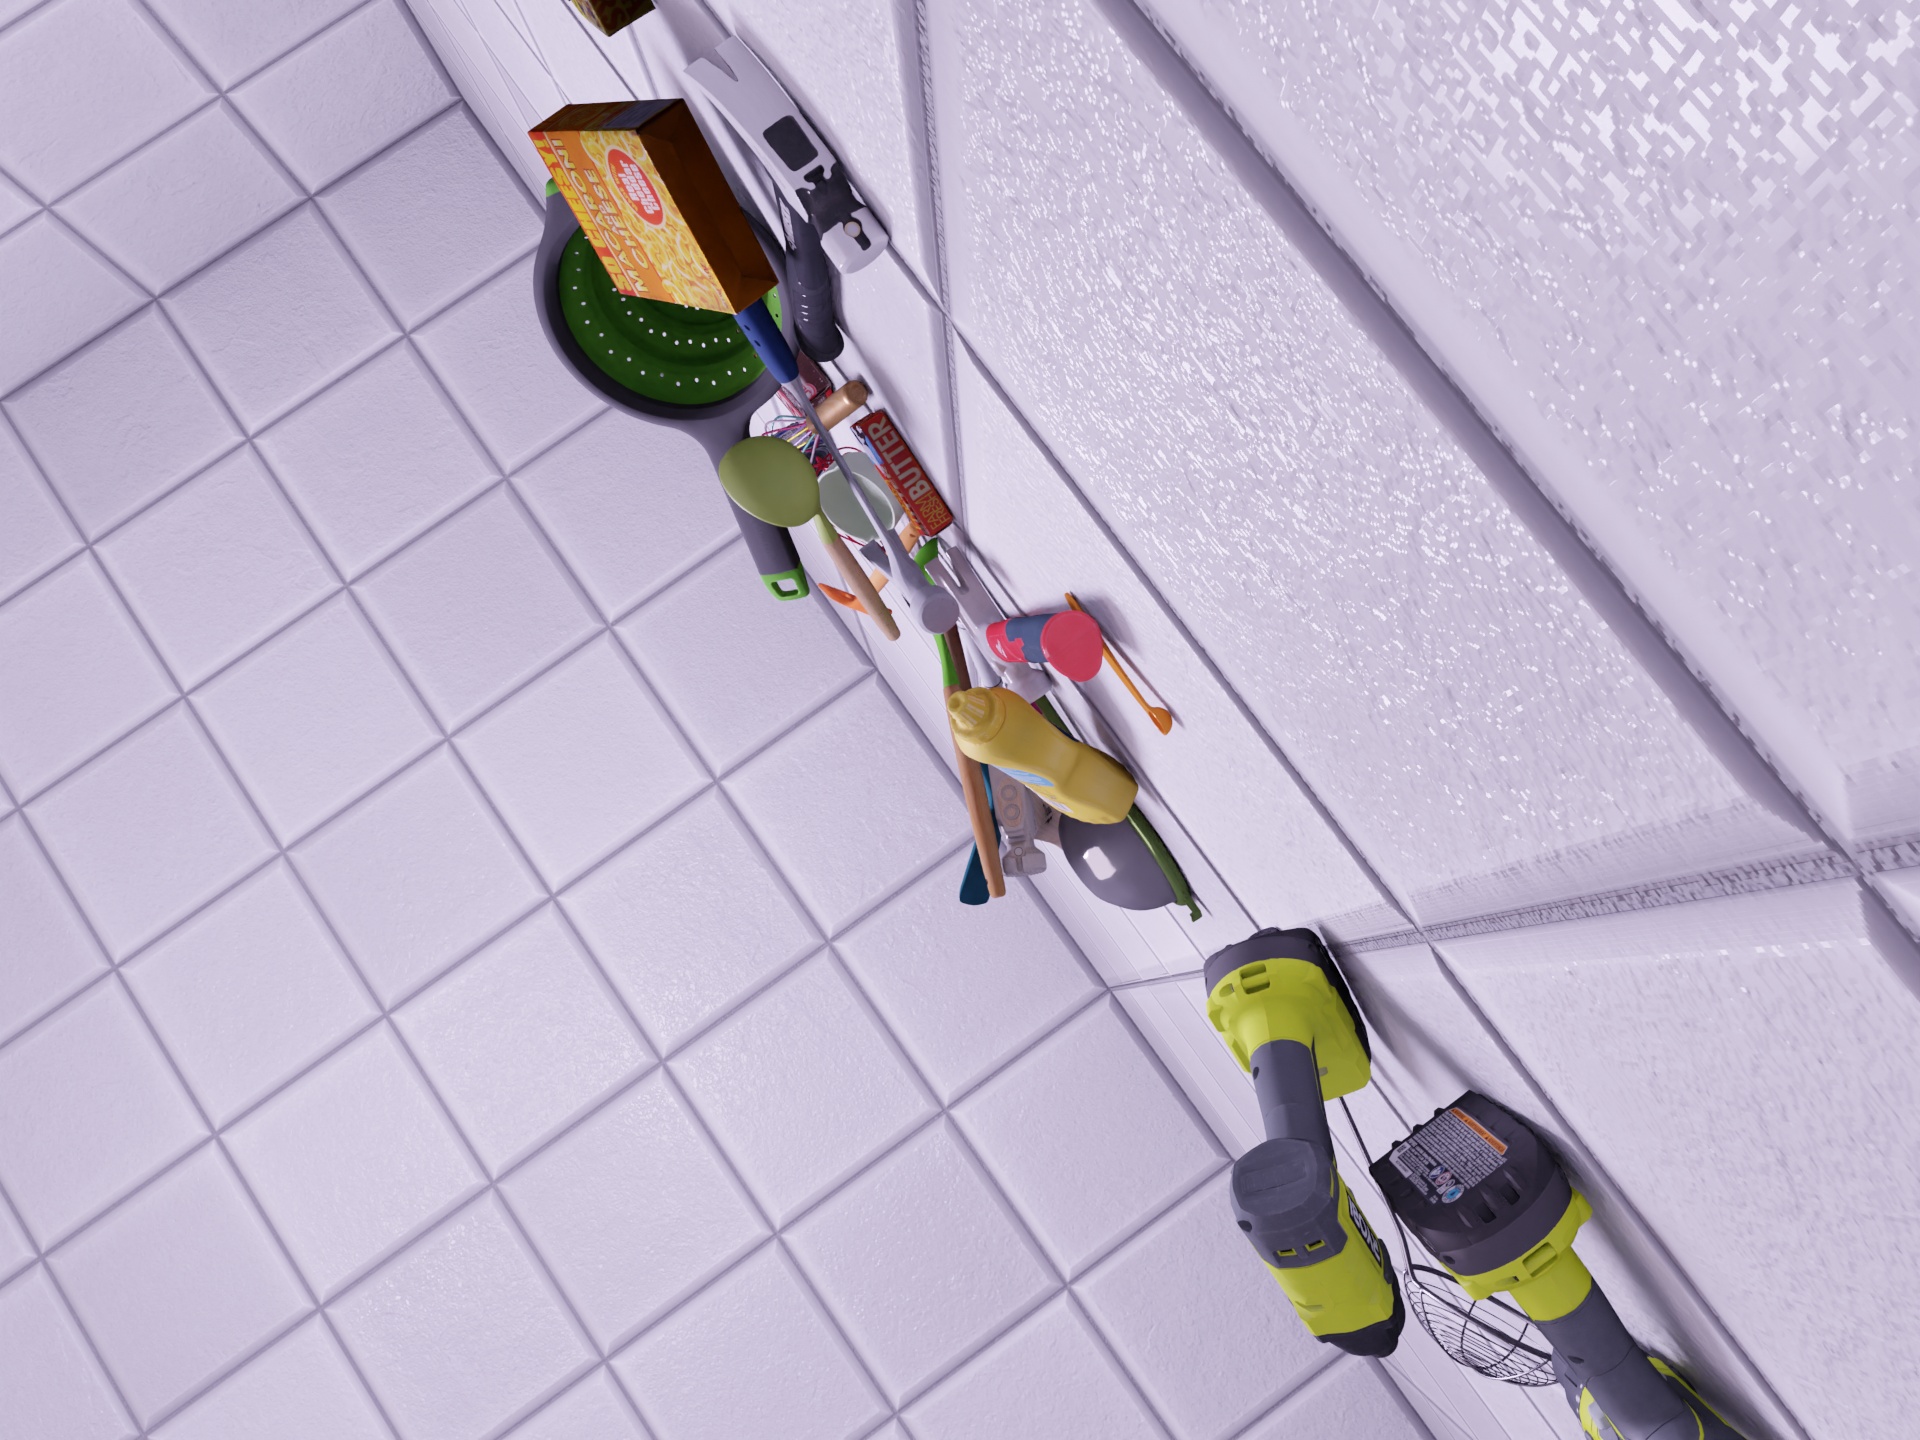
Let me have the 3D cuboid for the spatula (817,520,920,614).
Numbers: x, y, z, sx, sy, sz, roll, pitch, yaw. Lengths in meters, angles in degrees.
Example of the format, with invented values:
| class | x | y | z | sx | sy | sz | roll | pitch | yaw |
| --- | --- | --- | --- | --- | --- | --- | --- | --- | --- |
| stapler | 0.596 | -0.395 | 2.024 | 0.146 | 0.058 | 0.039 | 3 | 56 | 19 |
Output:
| class | x | y | z | sx | sy | sz | roll | pitch | yaw |
| --- | --- | --- | --- | --- | --- | --- | --- | --- | --- |
| spatula | -0.072 | -0.138 | 1.456 | 0.081 | 0.041 | 0.322 | 20 | 164 | -10 |

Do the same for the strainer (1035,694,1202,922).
| class | x | y | z | sx | sy | sz | roll | pitch | yaw |
| --- | --- | --- | --- | --- | --- | --- | --- | --- | --- |
| strainer | 0.103 | 0.076 | 1.376 | 0.256 | 0.069 | 0.152 | 55 | 176 | -19 |

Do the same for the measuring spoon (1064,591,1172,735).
| class | x | y | z | sx | sy | sz | roll | pitch | yaw |
| --- | --- | --- | --- | --- | --- | --- | --- | --- | --- |
| measuring spoon | 0.099 | -0.038 | 0.992 | 0.117 | 0.011 | 0.021 | 56 | 176 | 24 |

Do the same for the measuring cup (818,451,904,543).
| class | x | y | z | sx | sy | sz | roll | pitch | yaw |
| --- | --- | --- | --- | --- | --- | --- | --- | --- | --- |
| measuring cup | -0.119 | -0.198 | 1.371 | 0.168 | 0.038 | 0.083 | 9 | 138 | 32 |

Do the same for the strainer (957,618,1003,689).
| class | x | y | z | sx | sy | sz | roll | pitch | yaw |
| --- | --- | --- | --- | --- | --- | --- | --- | --- | --- |
| strainer | 0.031 | -0.032 | 1.538 | 0.258 | 0.050 | 0.087 | 65 | -177 | -50 |

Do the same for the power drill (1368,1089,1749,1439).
| class | x | y | z | sx | sy | sz | roll | pitch | yaw |
| --- | --- | --- | --- | --- | --- | --- | --- | --- | --- |
| power drill | 0.324 | 0.318 | 0.857 | 0.228 | 0.080 | 0.190 | 53 | 180 | -3 |

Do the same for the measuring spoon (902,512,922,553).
| class | x | y | z | sx | sy | sz | roll | pitch | yaw |
| --- | --- | --- | --- | --- | --- | --- | --- | --- | --- |
| measuring spoon | -0.027 | -0.148 | 1.464 | 0.034 | 0.018 | 0.124 | 51 | 168 | 53 |

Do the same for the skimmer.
| class | x | y | z | sx | sy | sz | roll | pitch | yaw |
| --- | --- | --- | --- | --- | --- | --- | --- | --- | --- |
| skimmer | 0.314 | 0.300 | 1.112 | 0.127 | 0.090 | 0.363 | 154 | 90 | -89 |

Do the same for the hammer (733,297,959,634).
| class | x | y | z | sx | sy | sz | roll | pitch | yaw |
| --- | --- | --- | --- | --- | --- | --- | --- | --- | --- |
| hammer | -0.122 | -0.242 | 1.157 | 0.405 | 0.035 | 0.144 | 58 | 176 | -32 |

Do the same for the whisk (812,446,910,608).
| class | x | y | z | sx | sy | sz | roll | pitch | yaw |
| --- | --- | --- | --- | --- | --- | --- | --- | --- | --- |
| whisk | -0.074 | -0.169 | 1.508 | 0.073 | 0.073 | 0.295 | 52 | 180 | 30 |

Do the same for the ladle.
| class | x | y | z | sx | sy | sz | roll | pitch | yaw |
| --- | --- | --- | --- | --- | --- | --- | --- | --- | --- |
| ladle | -0.108 | -0.129 | 1.275 | 0.078 | 0.062 | 0.319 | 60 | -178 | 26 |

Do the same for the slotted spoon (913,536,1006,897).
| class | x | y | z | sx | sy | sz | roll | pitch | yaw |
| --- | --- | --- | --- | --- | --- | --- | --- | --- | --- |
| slotted spoon | -0.002 | -0.004 | 1.343 | 0.070 | 0.031 | 0.314 | 114 | 144 | -75 |

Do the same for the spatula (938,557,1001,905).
| class | x | y | z | sx | sy | sz | roll | pitch | yaw |
| --- | --- | --- | --- | --- | --- | --- | --- | --- | --- |
| spatula | -0.003 | 0.002 | 1.398 | 0.082 | 0.044 | 0.318 | 19 | -124 | -69 |

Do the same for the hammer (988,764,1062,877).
| class | x | y | z | sx | sy | sz | roll | pitch | yaw |
| --- | --- | --- | --- | --- | --- | --- | --- | --- | --- |
| hammer | 0.089 | 0.092 | 1.522 | 0.410 | 0.038 | 0.146 | 37 | -136 | -73 |

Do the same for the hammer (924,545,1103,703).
| class | x | y | z | sx | sy | sz | roll | pitch | yaw |
| --- | --- | --- | --- | --- | --- | --- | --- | --- | --- |
| hammer | 0.038 | -0.070 | 1.129 | 0.143 | 0.038 | 0.386 | 57 | 177 | -5 |

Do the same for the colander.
| class | x | y | z | sx | sy | sz | roll | pitch | yaw |
| --- | --- | --- | --- | --- | --- | --- | --- | --- | --- |
| colander | -0.193 | -0.275 | 1.272 | 0.095 | 0.204 | 0.396 | -82 | -22 | -49 |

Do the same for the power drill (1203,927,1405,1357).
| class | x | y | z | sx | sy | sz | roll | pitch | yaw |
| --- | --- | --- | --- | --- | --- | --- | --- | --- | --- |
| power drill | 0.207 | 0.249 | 0.942 | 0.171 | 0.080 | 0.223 | 57 | -158 | -31 |

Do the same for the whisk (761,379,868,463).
| class | x | y | z | sx | sy | sz | roll | pitch | yaw |
| --- | --- | --- | --- | --- | --- | --- | --- | --- | --- |
| whisk | -0.121 | -0.244 | 1.312 | 0.245 | 0.047 | 0.051 | 172 | 100 | -68 |

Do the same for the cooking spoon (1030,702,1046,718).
| class | x | y | z | sx | sy | sz | roll | pitch | yaw |
| --- | --- | --- | --- | --- | --- | --- | --- | --- | --- |
| cooking spoon | 0.083 | 0.014 | 1.455 | 0.318 | 0.017 | 0.069 | 57 | 176 | -22 |

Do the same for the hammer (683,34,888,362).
| class | x | y | z | sx | sy | sz | roll | pitch | yaw |
| --- | --- | --- | --- | --- | --- | --- | --- | --- | --- |
| hammer | -0.100 | -0.295 | 0.993 | 0.146 | 0.035 | 0.335 | 54 | 176 | 1 |
